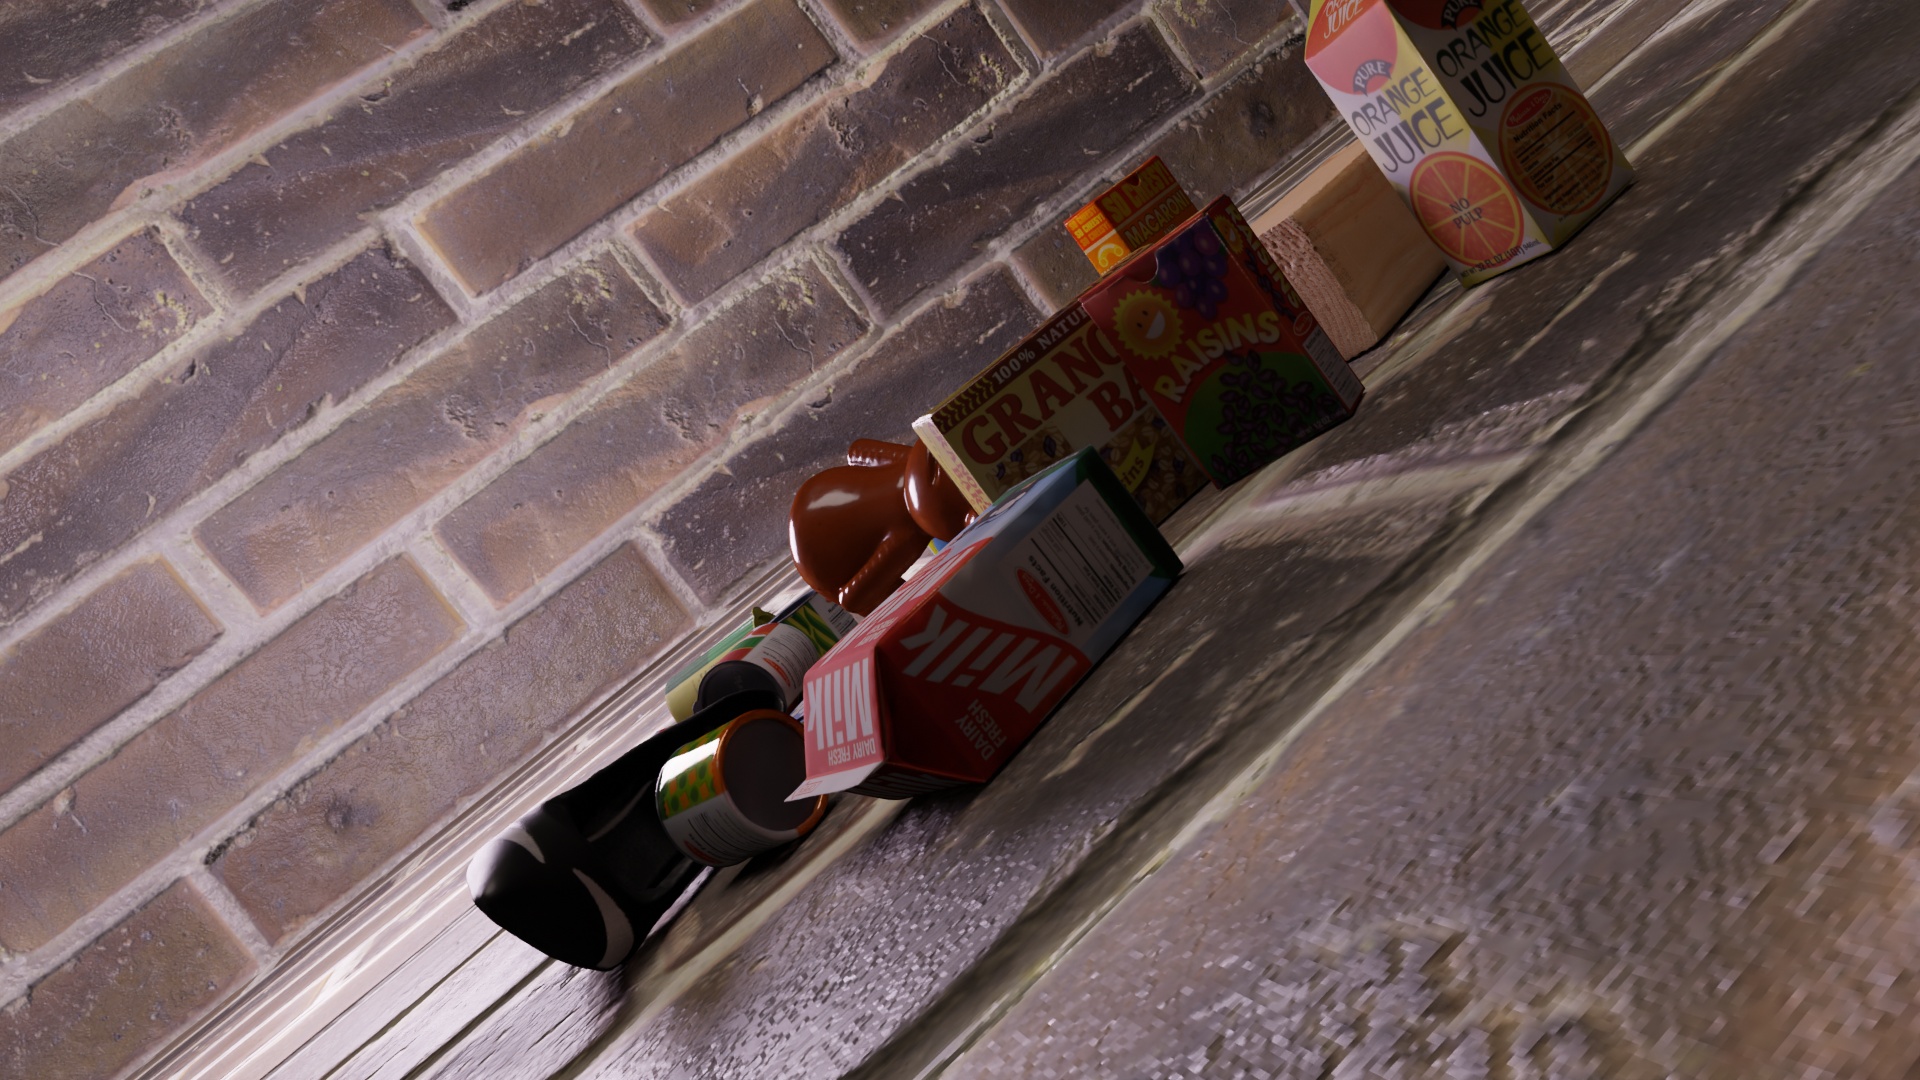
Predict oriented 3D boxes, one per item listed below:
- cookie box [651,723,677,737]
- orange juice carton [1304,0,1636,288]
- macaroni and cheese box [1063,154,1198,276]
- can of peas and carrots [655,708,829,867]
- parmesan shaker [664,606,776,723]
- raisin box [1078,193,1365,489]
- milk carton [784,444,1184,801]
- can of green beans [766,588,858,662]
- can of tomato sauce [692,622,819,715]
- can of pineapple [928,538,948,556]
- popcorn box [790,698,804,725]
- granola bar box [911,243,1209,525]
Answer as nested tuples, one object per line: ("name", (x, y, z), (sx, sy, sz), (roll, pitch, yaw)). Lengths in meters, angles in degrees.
("cookie box", (-0.216, 0.177, 0.951), (0.123, 0.040, 0.167), (-47, 11, -29))
("orange juice carton", (0.250, -0.235, 0.717), (0.073, 0.192, 0.071), (-39, 5, -18))
("macaroni and cheese box", (0.172, -0.221, 1.132), (0.040, 0.166, 0.124), (-30, 10, 44))
("can of peas and carrots", (-0.106, 0.120, 0.687), (0.058, 0.071, 0.071), (-31, 9, 42))
("parmesan shaker", (-0.188, 0.112, 1.153), (0.103, 0.071, 0.071), (-36, 7, 16))
("raisin box", (0.132, -0.099, 0.704), (0.085, 0.123, 0.040), (-32, 8, 40))
("milk carton", (0.004, 0.046, 0.597), (0.191, 0.073, 0.072), (-42, 8, -34))
("can of green beans", (-0.113, 0.074, 1.077), (0.071, 0.058, 0.071), (-37, 7, 5))
("can of tomato sauce", (-0.147, 0.105, 1.011), (0.071, 0.071, 0.083), (-35, 6, 19))
("can of pineapple", (0.004, -0.013, 1.065), (0.071, 0.058, 0.071), (-37, 7, 5))
("popcorn box", (-0.044, 0.078, 0.779), (0.085, 0.038, 0.127), (-35, 7, 27))
("granola bar box", (0.075, -0.064, 0.760), (0.166, 0.124, 0.039), (-39, 8, -18))
